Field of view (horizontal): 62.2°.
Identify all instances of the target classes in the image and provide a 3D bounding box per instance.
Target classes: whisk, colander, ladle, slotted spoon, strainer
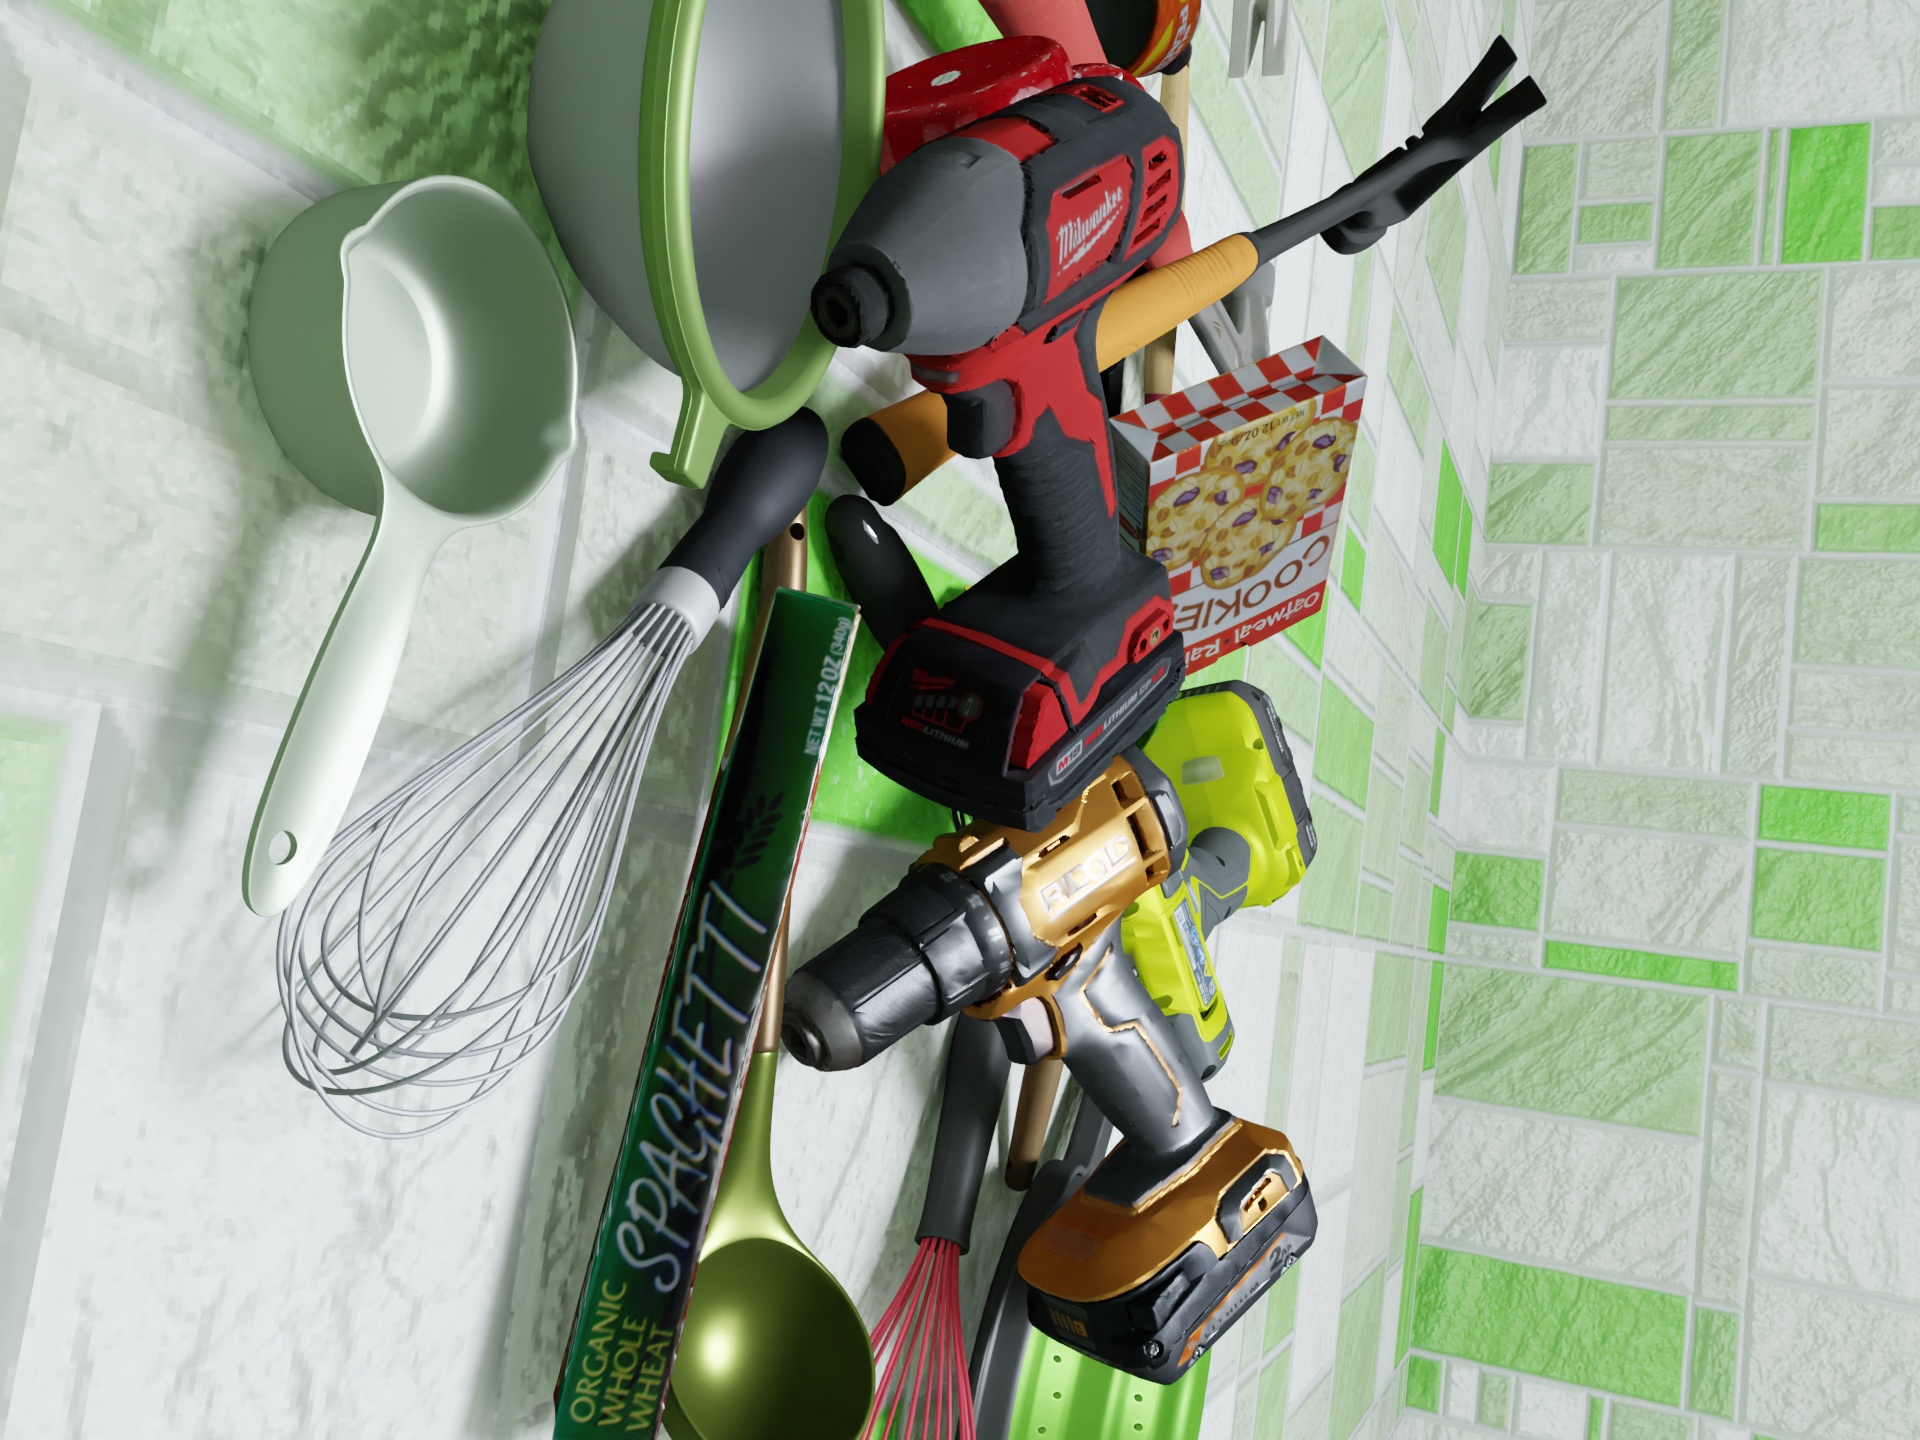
[{"bbox_3d":[-0.012,0.234,0.652,0.073,0.073,0.296,65,31,-47],"label":"whisk"},{"bbox_3d":[-0.001,-0.001,0.644,0.238,0.055,0.055,61,40,-44],"label":"whisk"},{"bbox_3d":[-0.091,-0.009,0.434,0.285,0.070,0.070,-66,150,-46],"label":"whisk"},{"bbox_3d":[0.088,0.265,0.801,0.397,0.094,0.204,-66,159,-44],"label":"colander"},{"bbox_3d":[0.106,-0.200,0.849,0.069,0.031,0.315,-14,109,-59],"label":"ladle"},{"bbox_3d":[-0.058,0.082,0.520,0.078,0.062,0.320,6,85,-41],"label":"ladle"},{"bbox_3d":[0.056,0.084,0.740,0.070,0.031,0.313,-134,-129,-61],"label":"slotted spoon"},{"bbox_3d":[-0.073,-0.197,0.384,0.152,0.069,0.256,-66,161,-48],"label":"strainer"}]

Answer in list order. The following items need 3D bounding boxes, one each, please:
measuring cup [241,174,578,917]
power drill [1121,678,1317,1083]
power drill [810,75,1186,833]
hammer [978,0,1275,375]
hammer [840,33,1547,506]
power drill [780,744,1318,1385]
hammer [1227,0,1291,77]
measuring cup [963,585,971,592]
[{"bbox_3d":[-0.135,-0.040,0.348,0.083,0.038,0.168,43,57,-60],"label":"measuring cup"},{"bbox_3d":[0.114,0.062,0.856,0.228,0.080,0.190,-39,112,-58],"label":"power drill"},{"bbox_3d":[0.014,-0.080,0.515,0.143,0.079,0.219,-40,139,-39],"label":"power drill"},{"bbox_3d":[0.087,-0.219,0.725,0.358,0.037,0.149,31,63,-63],"label":"hammer"},{"bbox_3d":[0.093,-0.175,0.637,0.337,0.127,0.034,-34,90,-26],"label":"hammer"},{"bbox_3d":[0.037,0.145,0.624,0.185,0.084,0.226,-30,106,-33],"label":"power drill"},{"bbox_3d":[0.086,-0.404,0.692,0.410,0.038,0.146,-14,108,-64],"label":"hammer"},{"bbox_3d":[0.033,-0.043,0.725,0.029,0.062,0.156,-62,176,18],"label":"measuring cup"}]
